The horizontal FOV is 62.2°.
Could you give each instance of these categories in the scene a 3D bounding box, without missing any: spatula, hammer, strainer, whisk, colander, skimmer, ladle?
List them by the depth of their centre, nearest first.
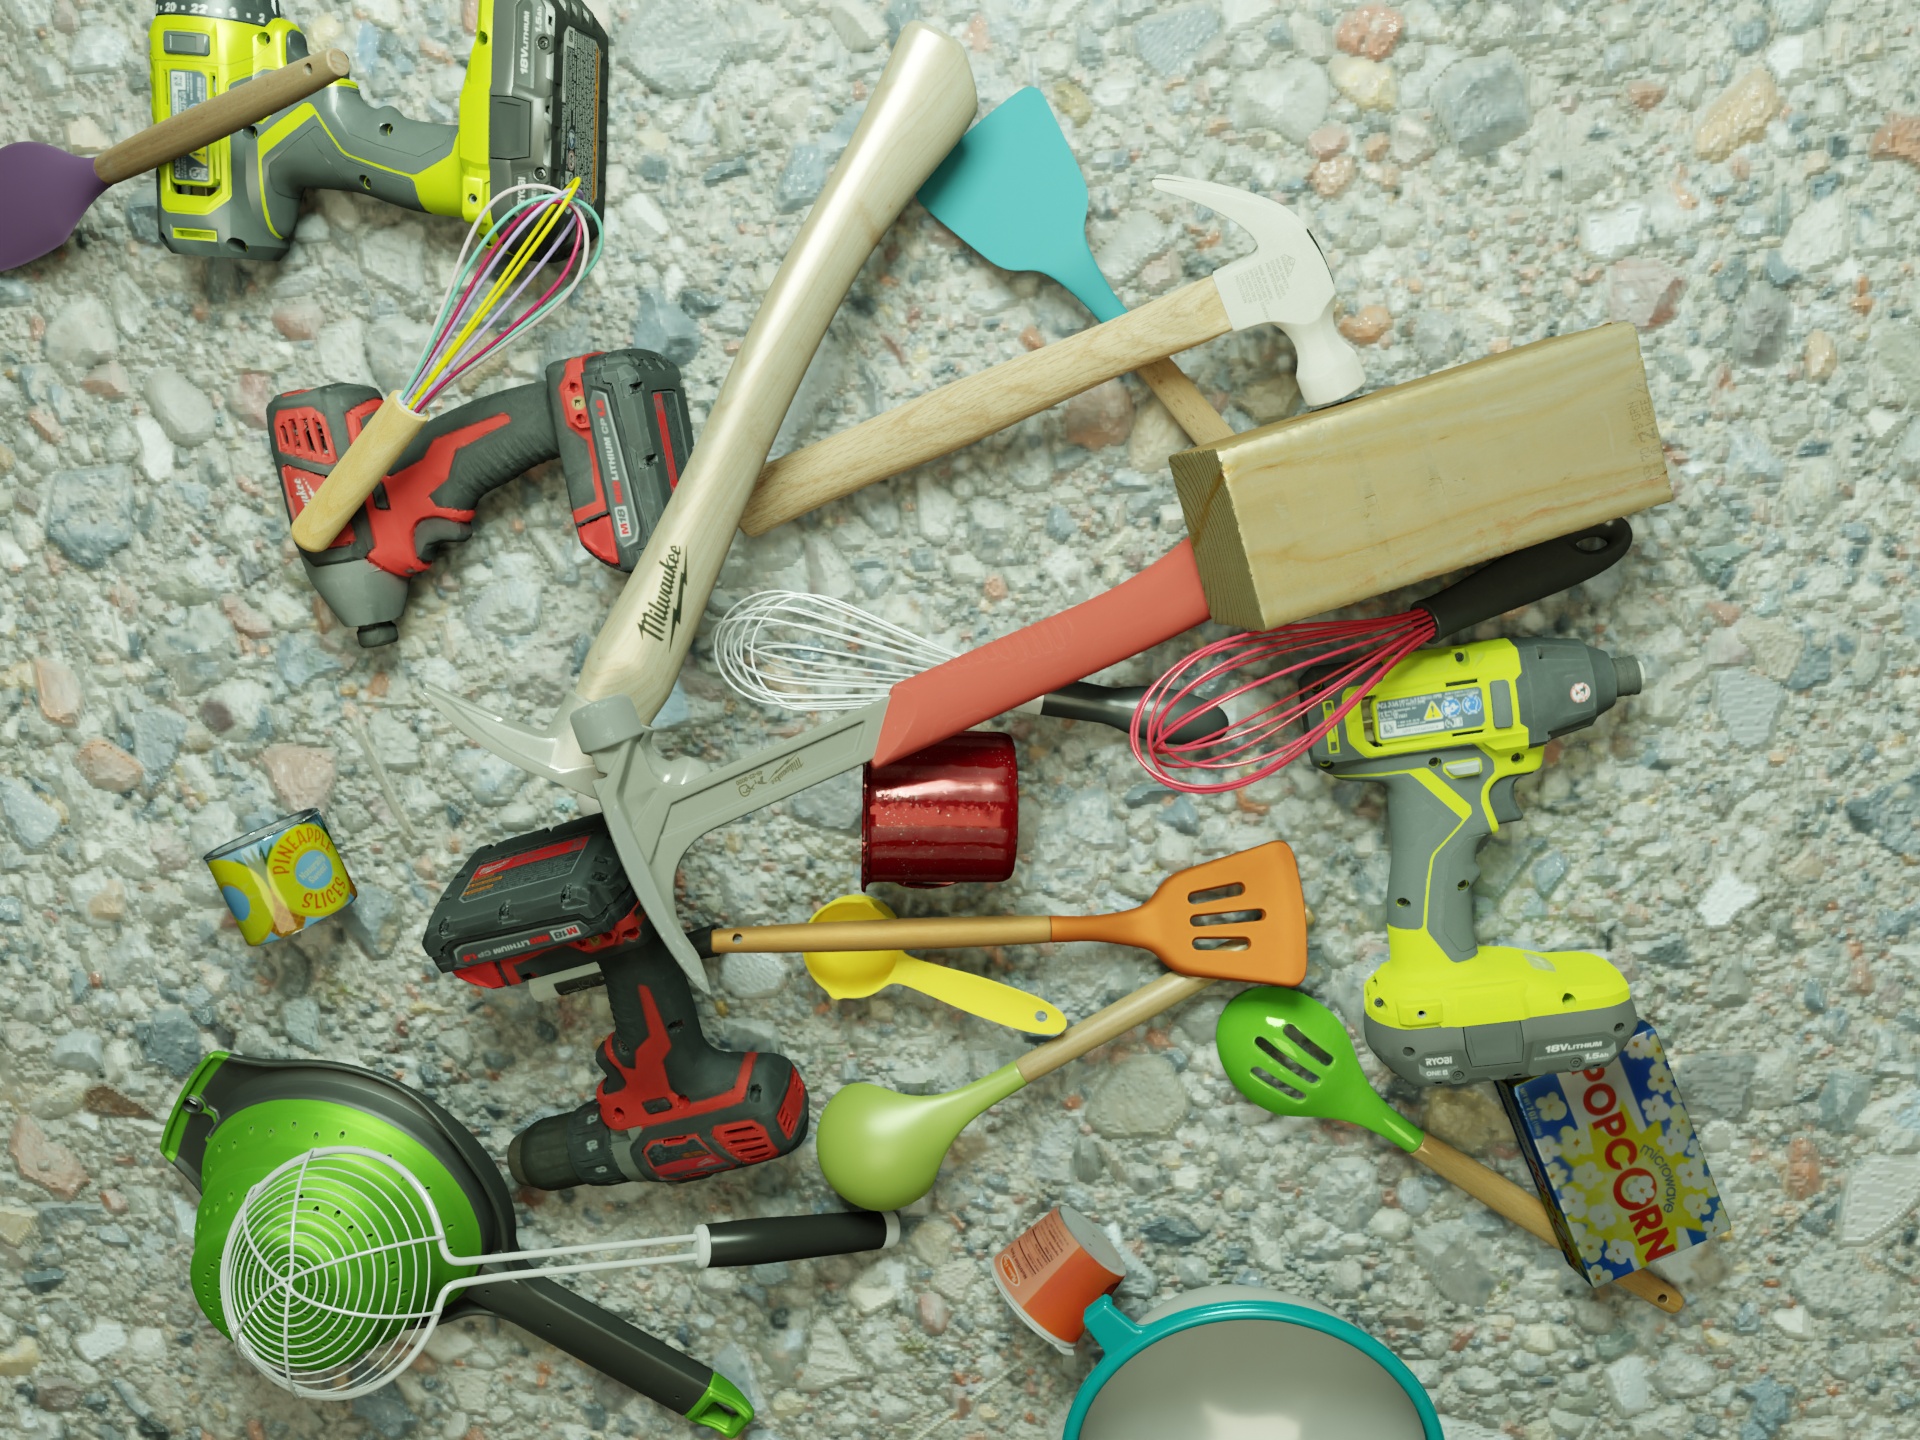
[{"bbox_3d":[-0.112,-0.154,0.782,0.146,0.038,0.410,26,93,-22],"label":"hammer"},{"bbox_3d":[-0.258,-0.172,0.787,0.245,0.051,0.047,-43,57,22],"label":"whisk"},{"bbox_3d":[0.215,-0.042,0.790,0.296,0.073,0.073,-24,100,-14],"label":"whisk"},{"bbox_3d":[-0.001,-0.003,0.798,0.359,0.037,0.149,-23,92,-14],"label":"hammer"},{"bbox_3d":[-0.415,-0.286,0.799,0.316,0.018,0.059,-5,101,31],"label":"spatula"},{"bbox_3d":[0.025,-0.169,0.808,0.331,0.031,0.130,-19,110,19],"label":"hammer"},{"bbox_3d":[0.107,-0.181,0.829,0.082,0.044,0.317,-40,101,12],"label":"spatula"},{"bbox_3d":[0.005,-0.021,0.859,0.284,0.070,0.070,10,104,-1],"label":"whisk"},{"bbox_3d":[0.026,0.113,0.871,0.322,0.041,0.081,-2,75,-5],"label":"spatula"},{"bbox_3d":[-0.213,0.296,0.892,0.363,0.090,0.127,4,77,-29],"label":"skimmer"},{"bbox_3d":[0.228,0.403,0.912,0.340,0.095,0.211,1,105,3],"label":"strainer"},{"bbox_3d":[0.058,0.186,0.912,0.320,0.062,0.078,-30,90,4],"label":"ladle"},{"bbox_3d":[-0.304,0.348,0.934,0.397,0.095,0.204,33,118,-8],"label":"colander"}]

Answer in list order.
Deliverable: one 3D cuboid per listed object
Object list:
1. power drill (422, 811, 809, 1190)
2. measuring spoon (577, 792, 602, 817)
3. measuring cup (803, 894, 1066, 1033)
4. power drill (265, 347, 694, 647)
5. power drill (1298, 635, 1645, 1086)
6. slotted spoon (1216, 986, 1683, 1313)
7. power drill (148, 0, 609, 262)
[{"bbox_3d":[-0.209,0.175,0.895,0.188,0.080,0.226,-16,117,17],"label":"power drill"},{"bbox_3d":[-0.220,0.088,0.922,0.034,0.018,0.124,21,105,1],"label":"measuring spoon"},{"bbox_3d":[-0.013,0.143,0.903,0.156,0.029,0.062,19,100,6],"label":"measuring cup"},{"bbox_3d":[-0.255,-0.119,0.852,0.219,0.078,0.143,-7,102,10],"label":"power drill"},{"bbox_3d":[0.280,0.069,0.841,0.171,0.080,0.223,-8,99,8],"label":"power drill"},{"bbox_3d":[0.282,0.252,0.906,0.313,0.031,0.070,33,101,-4],"label":"slotted spoon"},{"bbox_3d":[-0.302,-0.327,0.809,0.228,0.080,0.190,7,104,7],"label":"power drill"}]
